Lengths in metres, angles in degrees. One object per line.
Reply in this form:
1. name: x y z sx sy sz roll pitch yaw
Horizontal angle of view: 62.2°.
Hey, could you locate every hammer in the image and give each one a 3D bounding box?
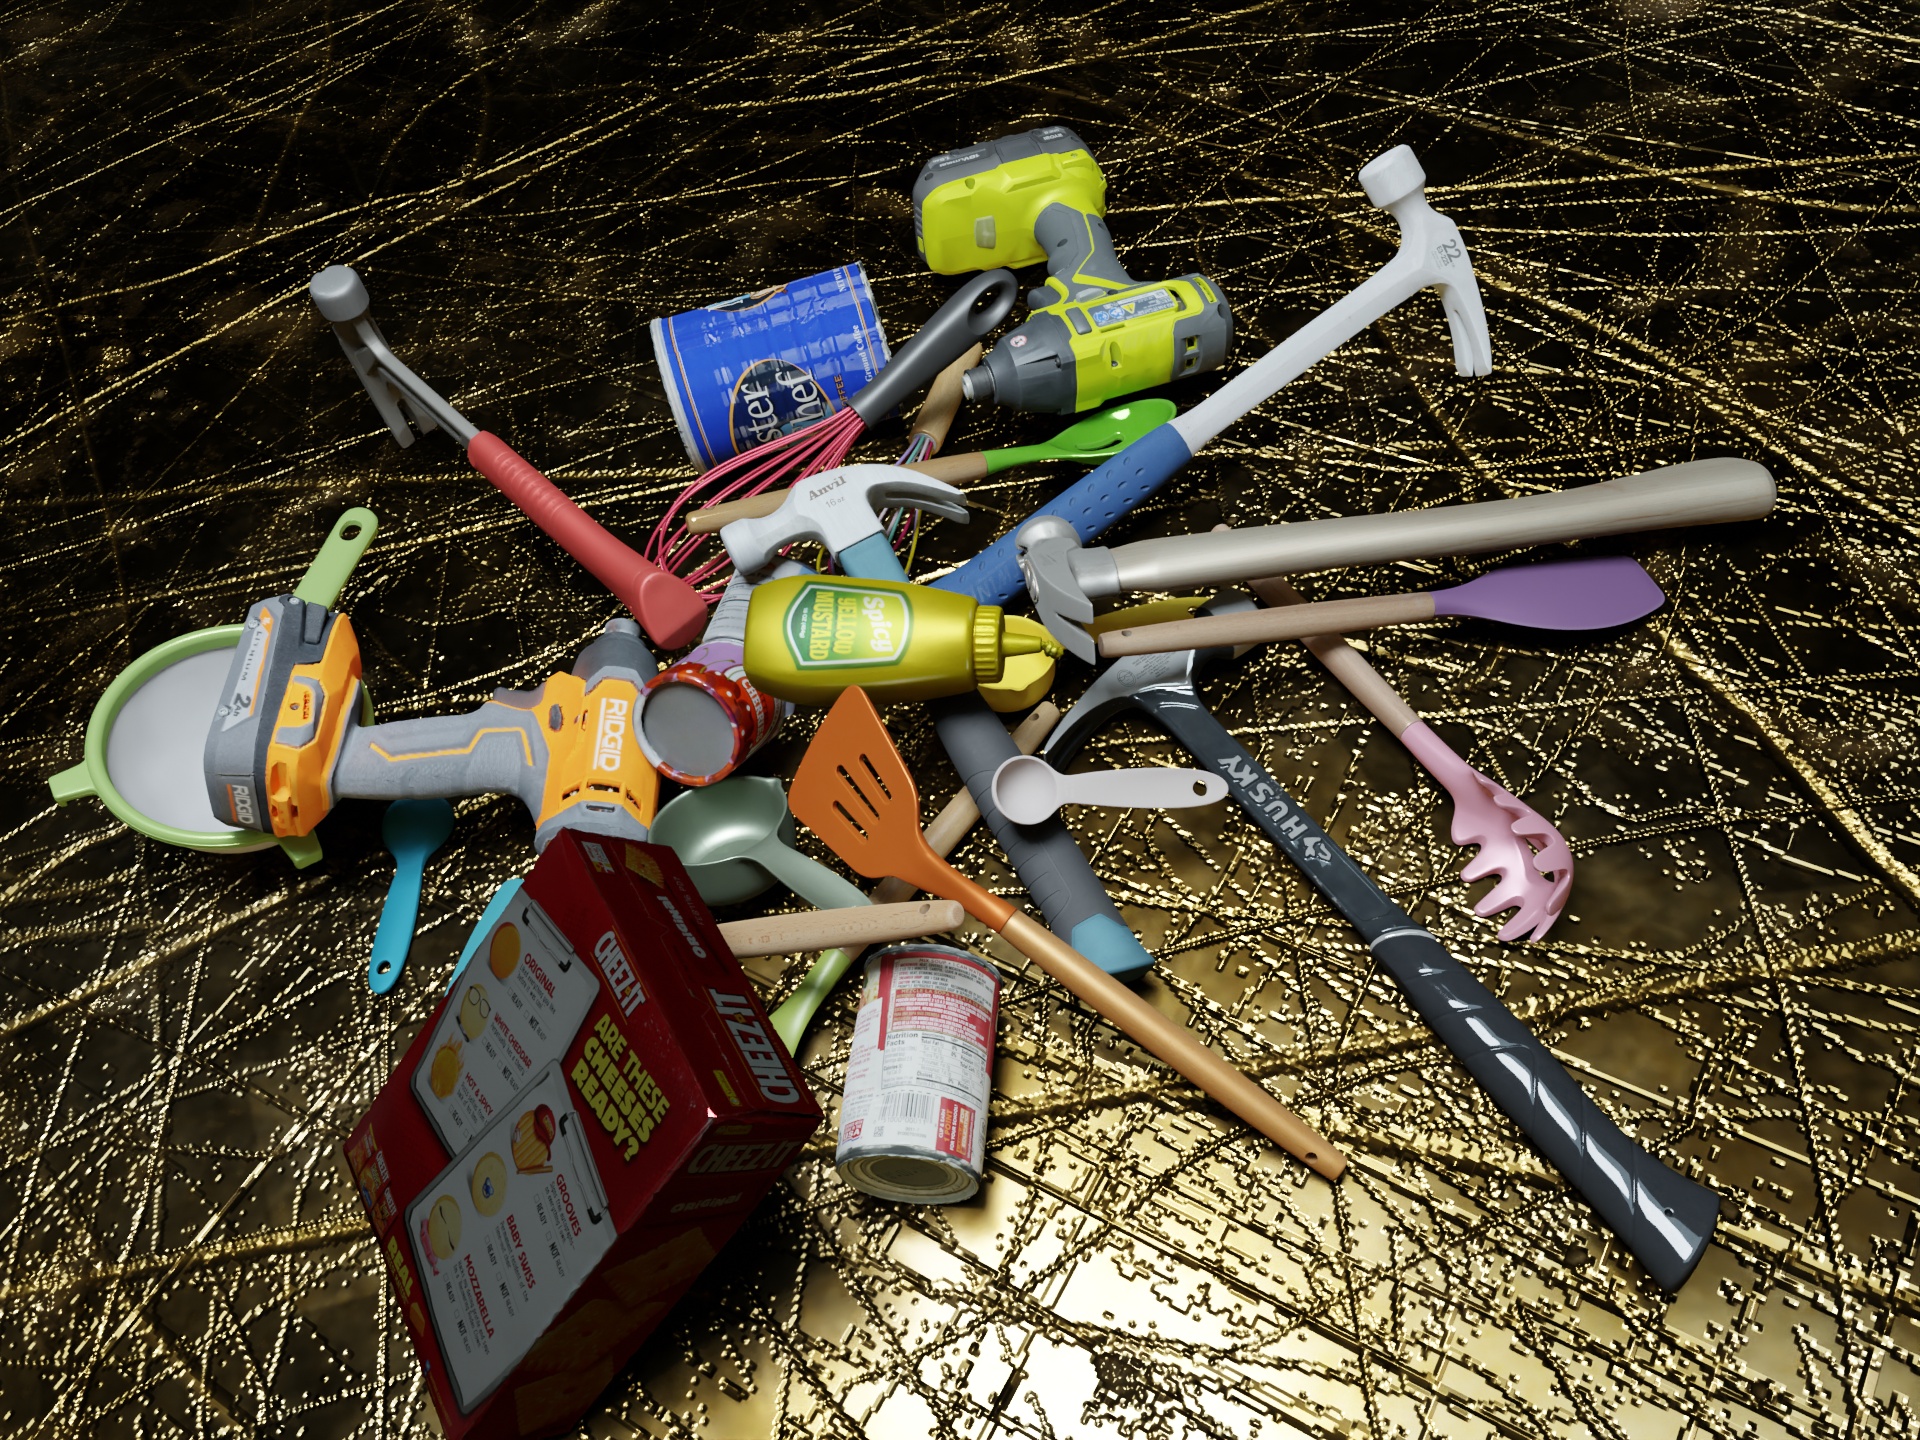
1. hammer: 0.196 0.096 0.768 0.149 0.036 0.409 -32 54 -10
2. hammer: 0.142 -0.167 0.944 0.405 0.144 0.035 -37 15 -6
3. hammer: -0.277 -0.147 0.986 0.037 0.149 0.359 -41 61 -18
4. hammer: -0.001 -0.003 0.833 0.128 0.033 0.331 -28 67 -6
5. hammer: 0.241 -0.096 0.855 0.410 0.038 0.146 -8 24 -4

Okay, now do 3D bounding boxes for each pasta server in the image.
1. pasta server: 0.216 -0.010 0.842 0.040 0.060 0.317 -16 47 -21

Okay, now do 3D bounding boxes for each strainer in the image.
1. strainer: -0.405 -0.019 0.951 0.151 0.069 0.257 15 52 -2

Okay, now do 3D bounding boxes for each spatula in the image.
1. spatula: -0.131 0.105 0.781 0.317 0.044 0.082 -12 45 37
2. spatula: 0.228 -0.057 0.852 0.316 0.018 0.060 -7 44 -8
3. spatula: 0.046 0.106 0.751 0.323 0.081 0.041 36 26 12

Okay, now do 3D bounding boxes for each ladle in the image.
1. ladle: -0.049 0.093 0.810 0.078 0.062 0.320 19 56 39

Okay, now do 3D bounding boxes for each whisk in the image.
1. whisk: -0.033 -0.163 1.003 0.047 0.051 0.245 5 52 22
2. whisk: -0.077 -0.172 0.968 0.296 0.073 0.073 -42 56 -2

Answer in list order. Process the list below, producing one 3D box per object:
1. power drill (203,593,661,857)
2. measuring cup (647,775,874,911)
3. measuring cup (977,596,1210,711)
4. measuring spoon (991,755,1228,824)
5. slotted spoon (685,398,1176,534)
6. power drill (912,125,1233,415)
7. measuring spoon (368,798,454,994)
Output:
1. power drill: -0.276 -0.002 0.878 0.226 0.084 0.164 8 52 -12
2. measuring cup: -0.094 0.081 0.815 0.083 0.038 0.168 -34 40 -29
3. measuring cup: 0.073 -0.041 0.906 0.156 0.029 0.062 -13 49 -9
4. measuring spoon: 0.074 0.036 0.791 0.124 0.018 0.034 0 75 -15
5. slotted spoon: -0.011 -0.148 0.951 0.313 0.031 0.070 -15 27 -19
6. power drill: 0.056 -0.292 1.050 0.171 0.080 0.223 -17 52 -10
7. measuring spoon: -0.313 0.091 0.883 0.042 0.021 0.129 -7 52 7
